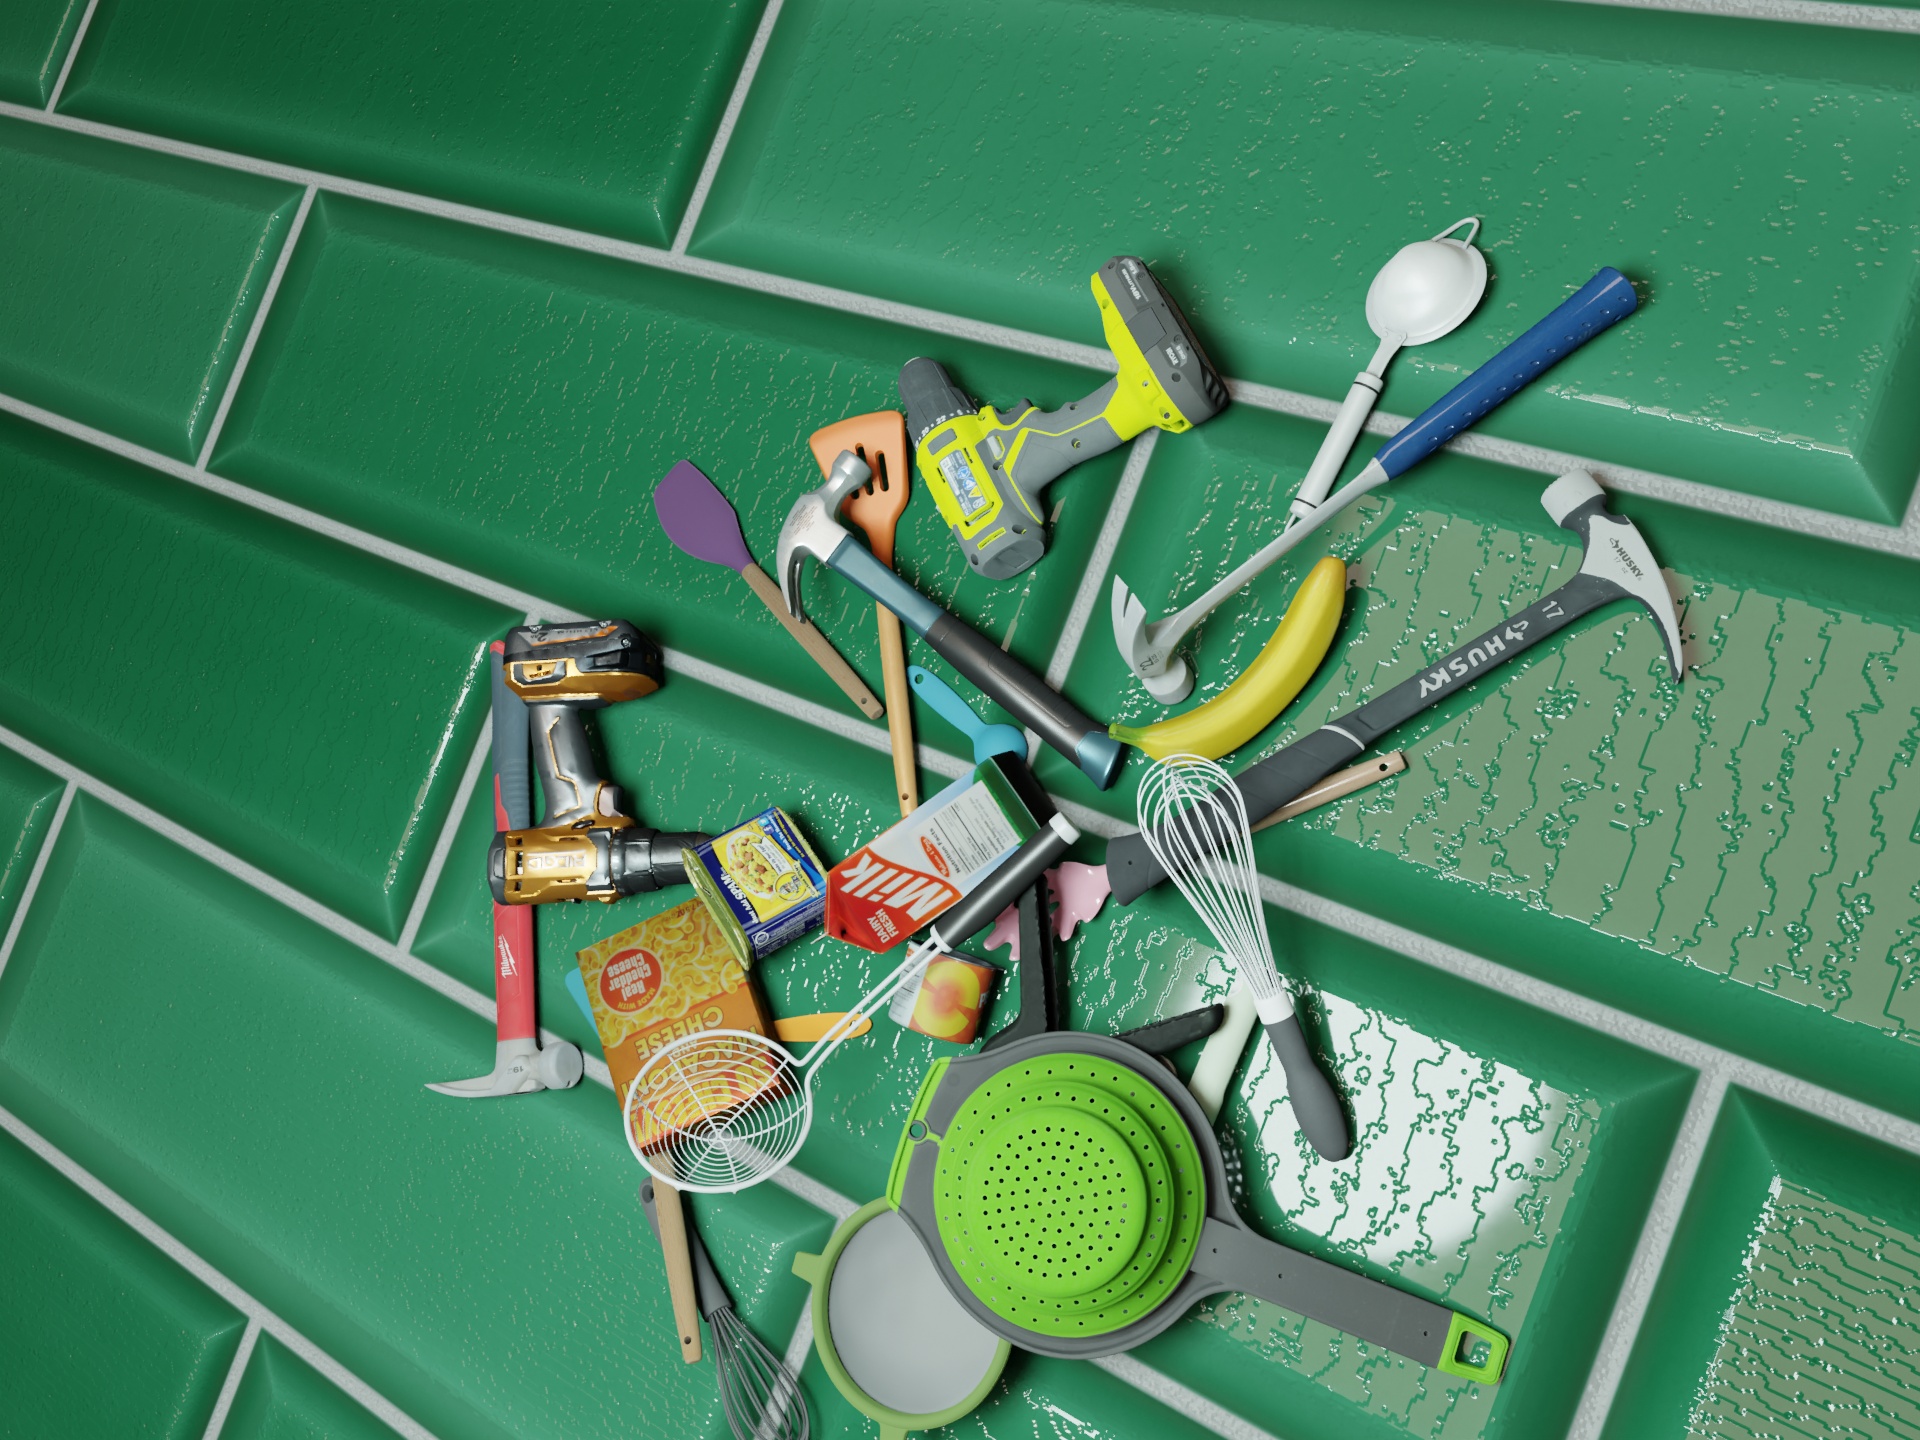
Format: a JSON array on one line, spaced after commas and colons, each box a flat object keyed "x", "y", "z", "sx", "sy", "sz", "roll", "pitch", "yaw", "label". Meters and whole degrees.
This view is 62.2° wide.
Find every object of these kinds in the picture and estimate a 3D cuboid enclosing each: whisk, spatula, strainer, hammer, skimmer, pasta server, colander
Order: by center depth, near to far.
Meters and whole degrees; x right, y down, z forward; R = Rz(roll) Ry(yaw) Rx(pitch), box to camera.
[{"x": 0.139, "y": 0.322, "z": 0.977, "sx": 0.397, "sy": 0.094, "sz": 0.204, "roll": 18, "pitch": 82, "yaw": 14, "label": "colander"}, {"x": 0.189, "y": 0.153, "z": 1.018, "sx": 0.070, "sy": 0.070, "sz": 0.284, "roll": -22, "pitch": 93, "yaw": 20, "label": "whisk"}, {"x": 0.271, "y": 0.005, "z": 1.043, "sx": 0.409, "sy": 0.036, "sz": 0.149, "roll": -33, "pitch": 68, "yaw": 10, "label": "hammer"}, {"x": 0.152, "y": 0.279, "z": 1.059, "sx": 0.059, "sy": 0.058, "sz": 0.246, "roll": 24, "pitch": 86, "yaw": -7, "label": "whisk"}, {"x": 0.271, "y": -0.163, "z": 1.060, "sx": 0.405, "sy": 0.144, "sz": 0.035, "roll": -38, "pitch": 60, "yaw": 7, "label": "hammer"}, {"x": -0.071, "y": 0.181, "z": 1.079, "sx": 0.363, "sy": 0.090, "sz": 0.127, "roll": -43, "pitch": 53, "yaw": 9, "label": "skimmer"}, {"x": 0.019, "y": 0.372, "z": 1.089, "sx": 0.256, "sy": 0.069, "sz": 0.152, "roll": -37, "pitch": 64, "yaw": 9, "label": "strainer"}, {"x": 0.155, "y": 0.088, "z": 1.099, "sx": 0.316, "sy": 0.040, "sz": 0.060, "roll": -24, "pitch": 89, "yaw": 18, "label": "pasta server"}, {"x": 0.288, "y": -0.242, "z": 1.107, "sx": 0.087, "sy": 0.050, "sz": 0.258, "roll": 31, "pitch": 96, "yaw": 43, "label": "strainer"}, {"x": -0.183, "y": 0.441, "z": 1.183, "sx": 0.055, "sy": 0.055, "sz": 0.239, "roll": -44, "pitch": 60, "yaw": 11, "label": "whisk"}, {"x": -0.007, "y": -0.064, "z": 1.187, "sx": 0.331, "sy": 0.033, "sz": 0.128, "roll": 39, "pitch": 91, "yaw": 19, "label": "hammer"}, {"x": -0.236, "y": 0.326, "z": 1.214, "sx": 0.082, "sy": 0.044, "sz": 0.318, "roll": -21, "pitch": 58, "yaw": 5, "label": "spatula"}, {"x": -0.060, "y": -0.083, "z": 1.234, "sx": 0.081, "sy": 0.041, "sz": 0.323, "roll": -12, "pitch": 72, "yaw": 15, "label": "spatula"}, {"x": -0.161, "y": -0.106, "z": 1.304, "sx": 0.060, "sy": 0.018, "sz": 0.316, "roll": -48, "pitch": 62, "yaw": 9, "label": "spatula"}, {"x": -0.394, "y": 0.123, "z": 1.356, "sx": 0.143, "sy": 0.038, "sz": 0.386, "roll": -12, "pitch": 74, "yaw": 25, "label": "hammer"}]

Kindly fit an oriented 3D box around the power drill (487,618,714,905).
[{"x": -0.286, "y": 0.036, "z": 1.292, "sx": 0.185, "sy": 0.084, "sz": 0.226, "roll": -3, "pitch": 77, "yaw": 7, "label": "power drill"}]

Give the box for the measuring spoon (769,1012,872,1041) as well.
[{"x": -0.120, "y": 0.237, "z": 1.216, "sx": 0.117, "sy": 0.011, "sz": 0.021, "roll": -8, "pitch": 68, "yaw": 20, "label": "measuring spoon"}]

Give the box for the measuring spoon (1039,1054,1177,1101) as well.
[{"x": 0.098, "y": 0.261, "z": 1.105, "sx": 0.124, "sy": 0.018, "sz": 0.034, "roll": -24, "pitch": 72, "yaw": 26, "label": "measuring spoon"}]

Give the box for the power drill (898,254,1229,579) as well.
[{"x": 0.065, "y": -0.240, "z": 1.193, "sx": 0.228, "sy": 0.080, "sz": 0.191, "roll": -33, "pitch": 67, "yaw": 19, "label": "power drill"}]

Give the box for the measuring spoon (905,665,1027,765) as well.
[{"x": -0.002, "y": -0.004, "z": 1.203, "sx": 0.129, "sy": 0.021, "sz": 0.042, "roll": 42, "pitch": 98, "yaw": 27, "label": "measuring spoon"}]
